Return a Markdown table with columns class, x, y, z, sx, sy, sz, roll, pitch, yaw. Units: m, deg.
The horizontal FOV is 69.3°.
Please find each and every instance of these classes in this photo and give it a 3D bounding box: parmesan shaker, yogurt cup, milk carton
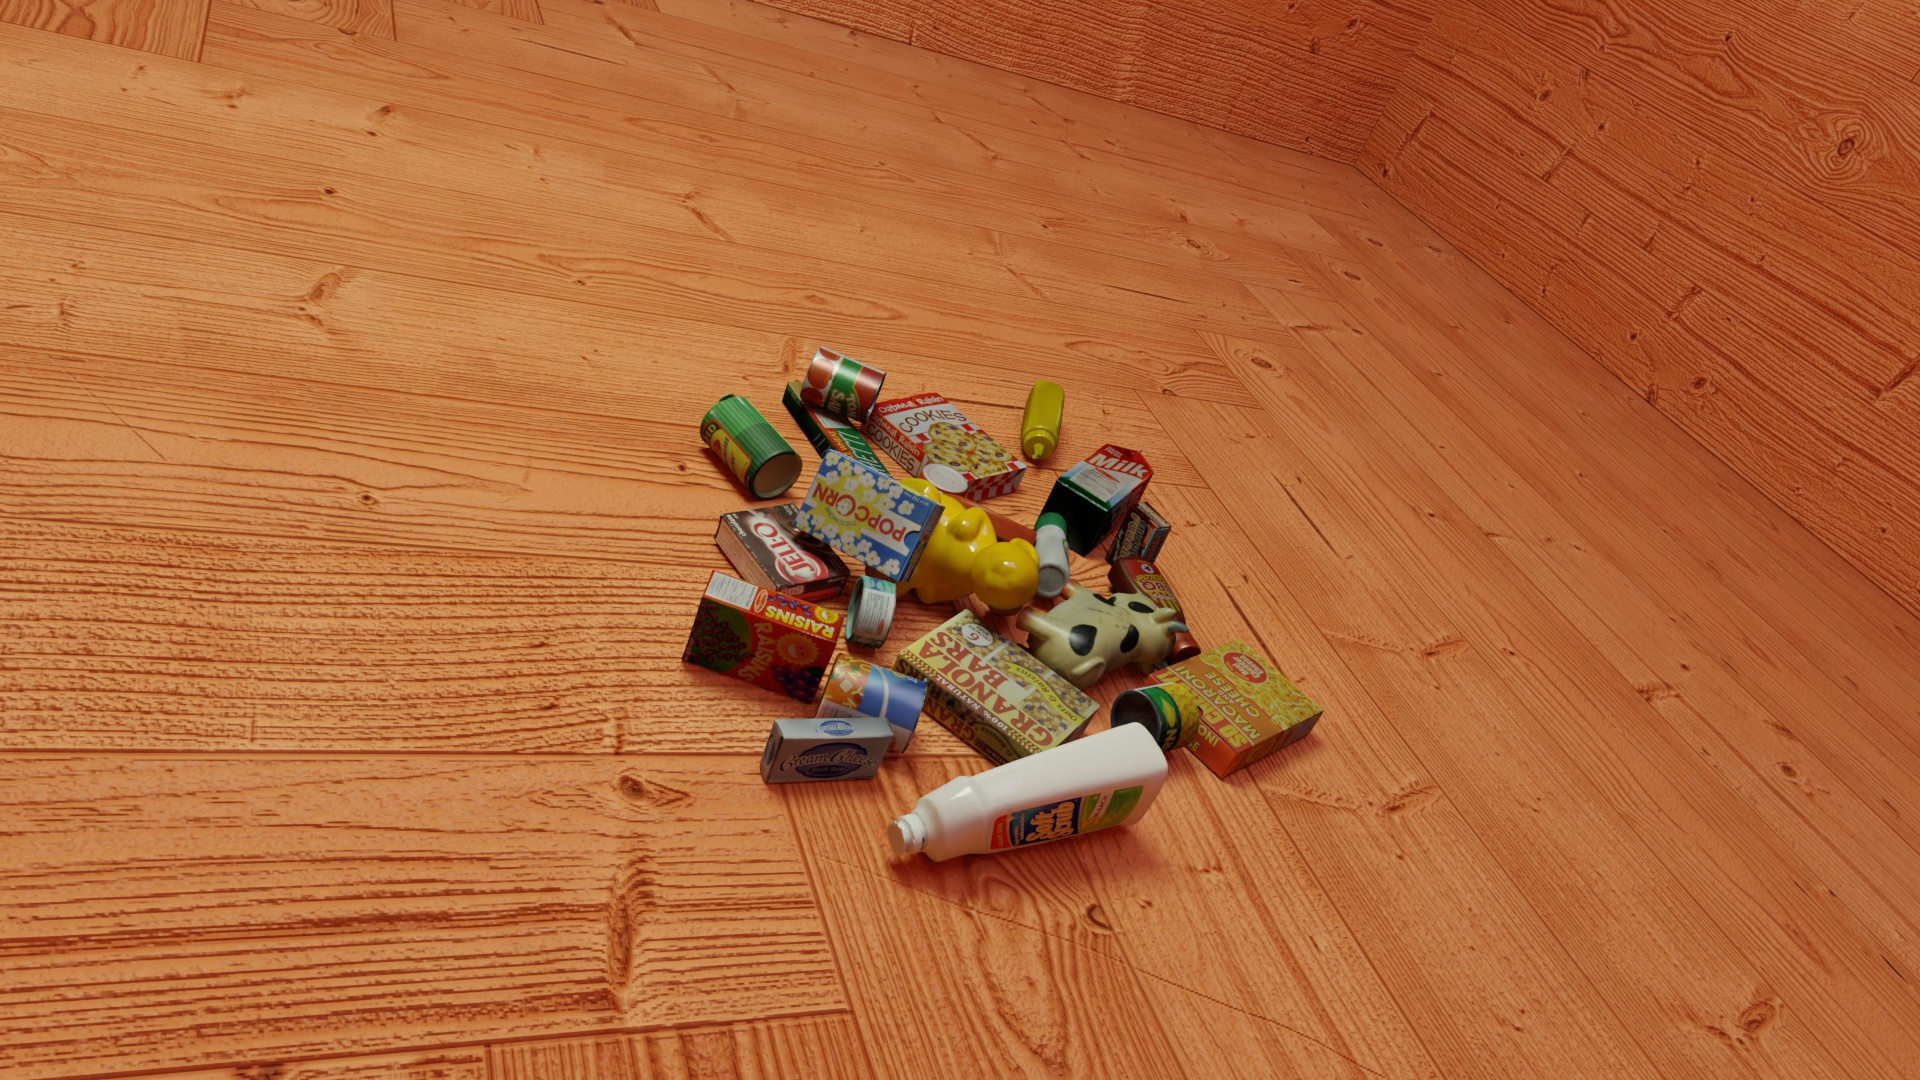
| class | x | y | z | sx | sy | sz | roll | pitch | yaw |
| --- | --- | --- | --- | --- | --- | --- | --- | --- | --- |
| parmesan shaker | -0.224 | -0.101 | 1.485 | 0.071 | 0.071 | 0.103 | -11 | 46 | -44 |
| yogurt cup | -0.026 | -0.049 | 1.556 | 0.072 | 0.053 | 0.073 | 18 | 31 | -11 |
| milk carton | 0.172 | -0.057 | 1.684 | 0.073 | 0.072 | 0.191 | 33 | 33 | 15 |

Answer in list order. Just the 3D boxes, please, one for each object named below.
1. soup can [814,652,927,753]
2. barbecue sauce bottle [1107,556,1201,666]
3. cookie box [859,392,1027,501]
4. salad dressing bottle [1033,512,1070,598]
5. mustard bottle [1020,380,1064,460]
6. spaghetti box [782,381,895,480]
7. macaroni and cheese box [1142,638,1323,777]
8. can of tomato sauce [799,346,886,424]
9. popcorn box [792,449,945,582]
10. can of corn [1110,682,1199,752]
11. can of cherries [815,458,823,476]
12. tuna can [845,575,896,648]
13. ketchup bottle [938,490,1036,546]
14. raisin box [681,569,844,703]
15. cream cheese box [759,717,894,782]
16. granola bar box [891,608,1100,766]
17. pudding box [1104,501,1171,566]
| class | x | y | z | sx | sy | sz | roll | pitch | yaw |
| --- | --- | --- | --- | --- | --- | --- | --- | --- | --- |
| soup can | -0.078 | 0.140 | 1.220 | 0.084 | 0.071 | 0.072 | 20 | 31 | -5 |
| barbecue sauce bottle | 0.217 | 0.080 | 1.533 | 0.065 | 0.043 | 0.149 | 11 | 33 | -31 |
| cookie box | -0.021 | -0.113 | 1.668 | 0.168 | 0.040 | 0.123 | 41 | 35 | 27 |
| salad dressing bottle | 0.100 | 0.013 | 1.544 | 0.044 | 0.064 | 0.148 | 0 | 24 | 4 |
| mustard bottle | 0.104 | -0.144 | 1.782 | 0.049 | 0.065 | 0.161 | 16 | 37 | -3 |
| spaghetti box | -0.132 | -0.102 | 1.589 | 0.050 | 0.028 | 0.251 | -2 | 39 | -36 |
| macaroni and cheese box | 0.281 | 0.170 | 1.442 | 0.167 | 0.040 | 0.124 | -13 | 46 | -45 |
| can of tomato sauce | -0.137 | -0.179 | 1.611 | 0.083 | 0.070 | 0.071 | 22 | 31 | -3 |
| popcorn box | -0.090 | -0.024 | 1.353 | 0.127 | 0.085 | 0.038 | 27 | 3 | 17 |
| can of corn | 0.190 | 0.176 | 1.349 | 0.058 | 0.070 | 0.071 | -5 | 41 | -39 |
| can of cherries | -0.130 | -0.046 | 1.467 | 0.058 | 0.071 | 0.072 | 21 | 31 | -7 |
| tuna can | -0.087 | 0.068 | 1.329 | 0.033 | 0.070 | 0.071 | 14 | 32 | -14 |
| ketchup bottle | 0.005 | -0.019 | 1.507 | 0.149 | 0.064 | 0.044 | 26 | 62 | -10 |
| raisin box | -0.173 | 0.086 | 1.222 | 0.123 | 0.085 | 0.040 | 20 | 37 | -6 |
| cream cheese box | -0.112 | 0.175 | 1.160 | 0.104 | 0.053 | 0.024 | 3 | 34 | -30 |
| granola bar box | 0.032 | 0.145 | 1.314 | 0.166 | 0.038 | 0.125 | 35 | 33 | 18 |
| pudding box | 0.206 | 0.003 | 1.604 | 0.030 | 0.083 | 0.050 | -9 | 45 | -39 |
